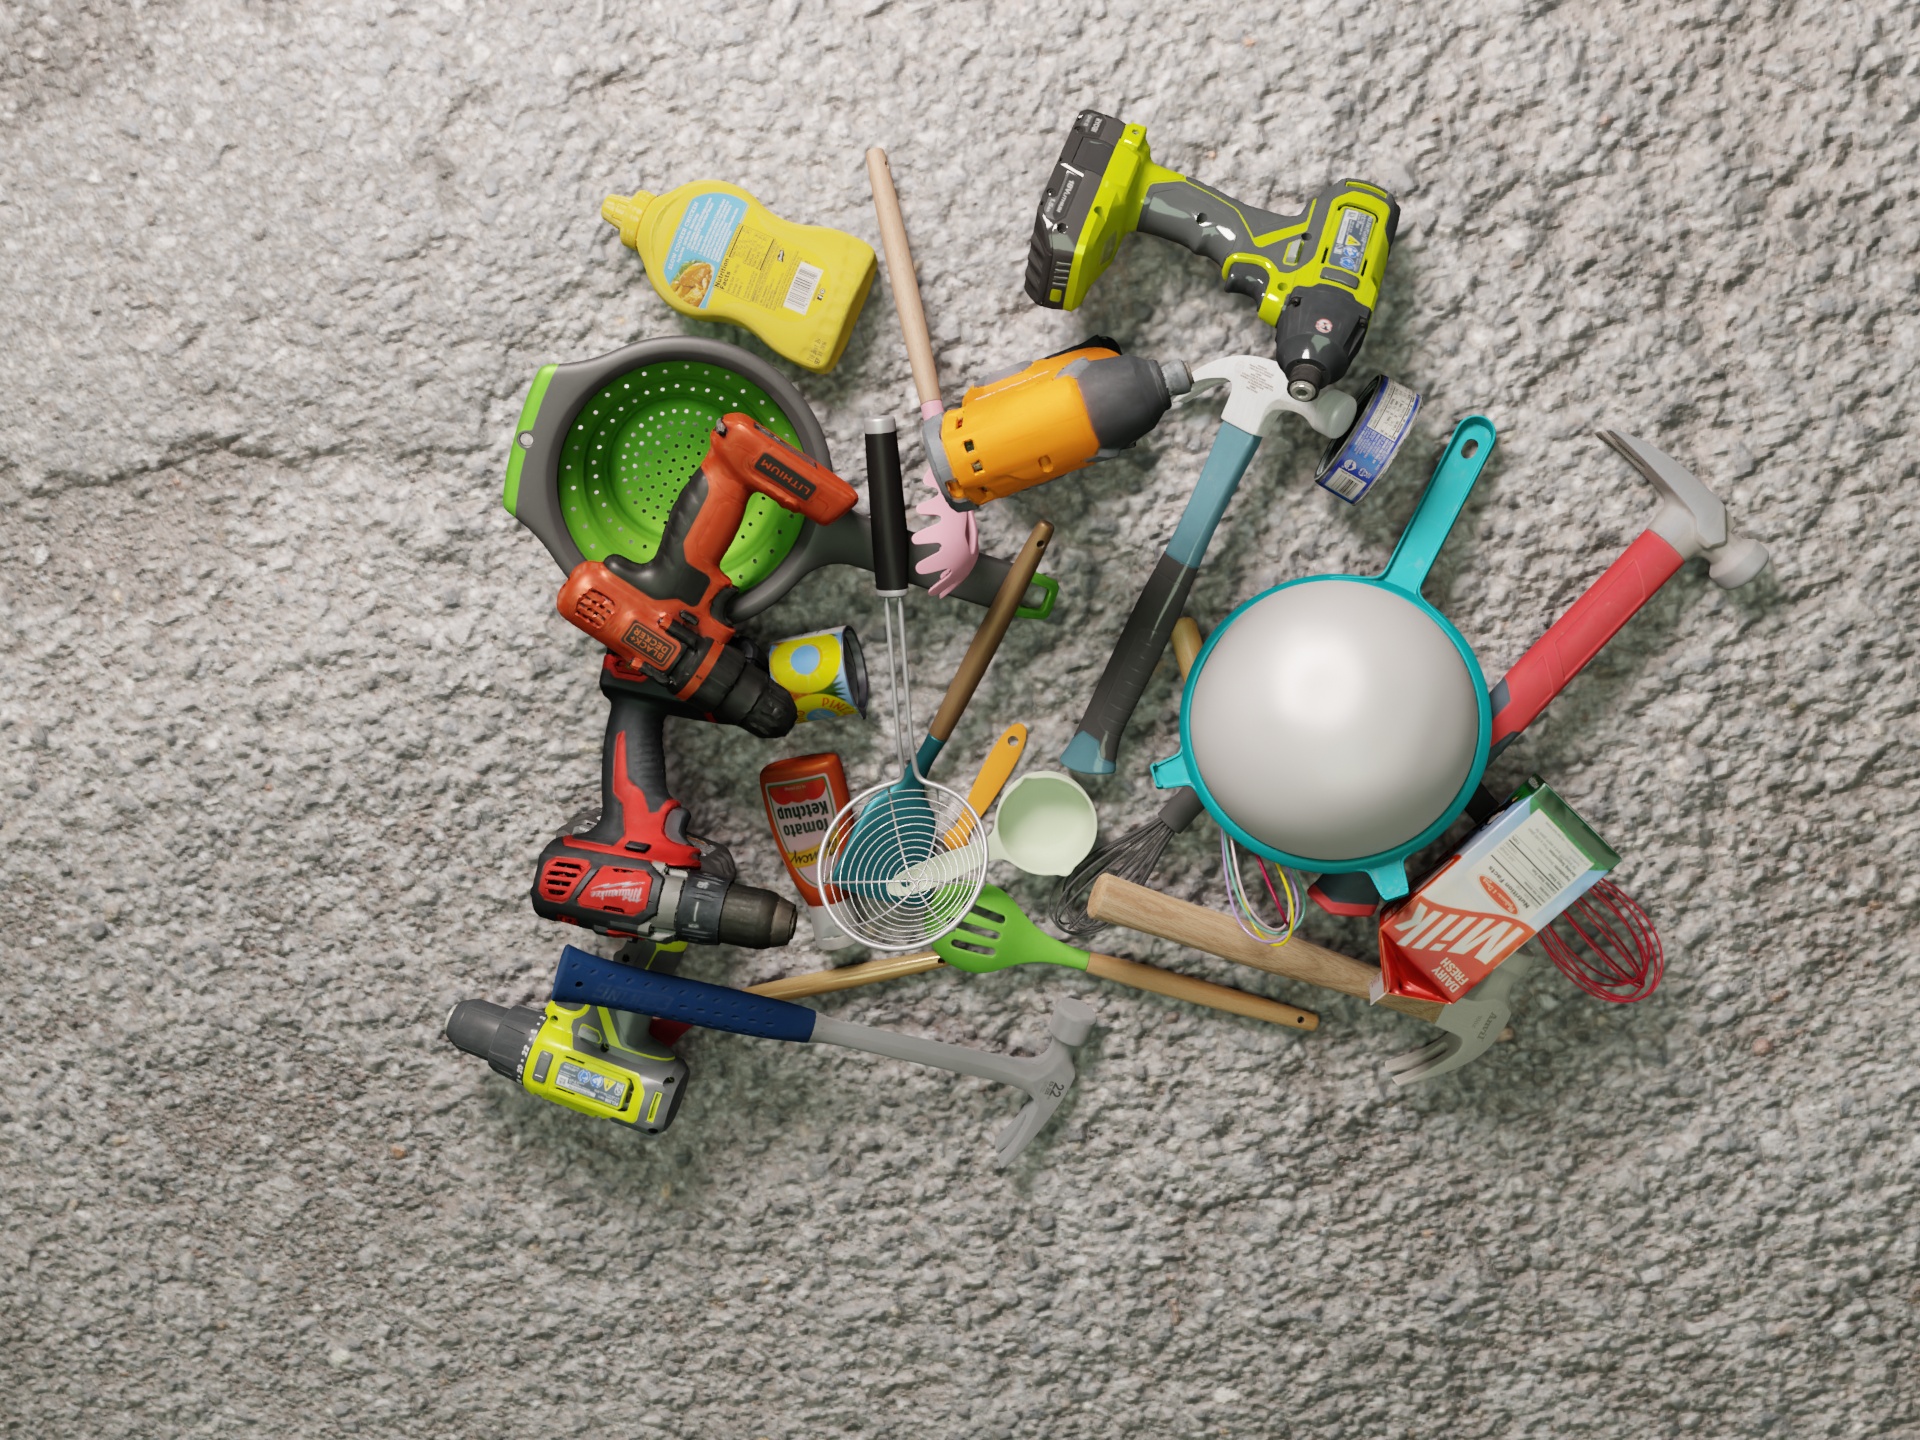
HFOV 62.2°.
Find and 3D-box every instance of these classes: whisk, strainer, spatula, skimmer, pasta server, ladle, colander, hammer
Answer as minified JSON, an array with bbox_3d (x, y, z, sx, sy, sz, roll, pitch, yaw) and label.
[{"bbox_3d":[0.154,0.073,1.187,0.055,0.055,0.239,42,100,-5],"label":"whisk"},{"bbox_3d":[0.276,-0.063,1.065,0.211,0.095,0.340,27,89,19],"label":"strainer"},{"bbox_3d":[-0.002,-0.004,1.168,0.082,0.044,0.317,17,116,-22],"label":"spatula"},{"bbox_3d":[-0.050,-0.024,1.102,0.127,0.090,0.363,0,106,15],"label":"skimmer"},{"bbox_3d":[-0.033,-0.242,1.096,0.040,0.060,0.316,-14,84,17],"label":"pasta server"},{"bbox_3d":[-0.152,0.218,1.267,0.315,0.031,0.069,-13,101,8],"label":"ladle"},{"bbox_3d":[-0.121,-0.150,1.149,0.397,0.095,0.204,16,104,-16],"label":"colander"},{"bbox_3d":[0.251,0.180,1.180,0.331,0.031,0.130,18,106,-8],"label":"hammer"},{"bbox_3d":[0.152,-0.101,1.126,0.128,0.033,0.331,37,115,31],"label":"hammer"},{"bbox_3d":[0.401,0.087,1.155,0.073,0.073,0.296,-42,89,14],"label":"whisk"},{"bbox_3d":[0.195,0.041,1.137,0.051,0.047,0.245,-15,80,0],"label":"whisk"},{"bbox_3d":[0.373,-0.021,1.109,0.143,0.038,0.386,42,96,-3],"label":"hammer"},{"bbox_3d":[-0.104,0.239,1.201,0.405,0.035,0.144,16,107,-16],"label":"hammer"}]

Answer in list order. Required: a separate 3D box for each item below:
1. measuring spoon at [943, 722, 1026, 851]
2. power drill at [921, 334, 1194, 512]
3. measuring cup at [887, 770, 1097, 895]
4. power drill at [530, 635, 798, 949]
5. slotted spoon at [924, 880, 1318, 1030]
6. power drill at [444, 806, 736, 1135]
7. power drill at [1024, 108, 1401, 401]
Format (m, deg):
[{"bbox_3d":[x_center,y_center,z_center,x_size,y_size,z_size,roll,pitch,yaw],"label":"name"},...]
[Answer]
[{"bbox_3d":[0.019,0.053,1.212,0.021,0.011,0.117,29,105,-1],"label":"measuring spoon"},{"bbox_3d":[0.069,-0.198,1.032,0.164,0.226,0.084,-19,101,11],"label":"power drill"},{"bbox_3d":[0.023,0.093,1.201,0.167,0.038,0.083,-23,98,7],"label":"measuring cup"},{"bbox_3d":[-0.195,0.053,1.151,0.188,0.080,0.227,10,76,2],"label":"power drill"},{"bbox_3d":[0.124,0.191,1.226,0.314,0.031,0.070,15,90,1],"label":"slotted spoon"},{"bbox_3d":[-0.283,0.188,1.229,0.190,0.080,0.228,19,96,4],"label":"power drill"},{"bbox_3d":[0.162,-0.302,1.038,0.223,0.080,0.171,19,62,5],"label":"power drill"}]
